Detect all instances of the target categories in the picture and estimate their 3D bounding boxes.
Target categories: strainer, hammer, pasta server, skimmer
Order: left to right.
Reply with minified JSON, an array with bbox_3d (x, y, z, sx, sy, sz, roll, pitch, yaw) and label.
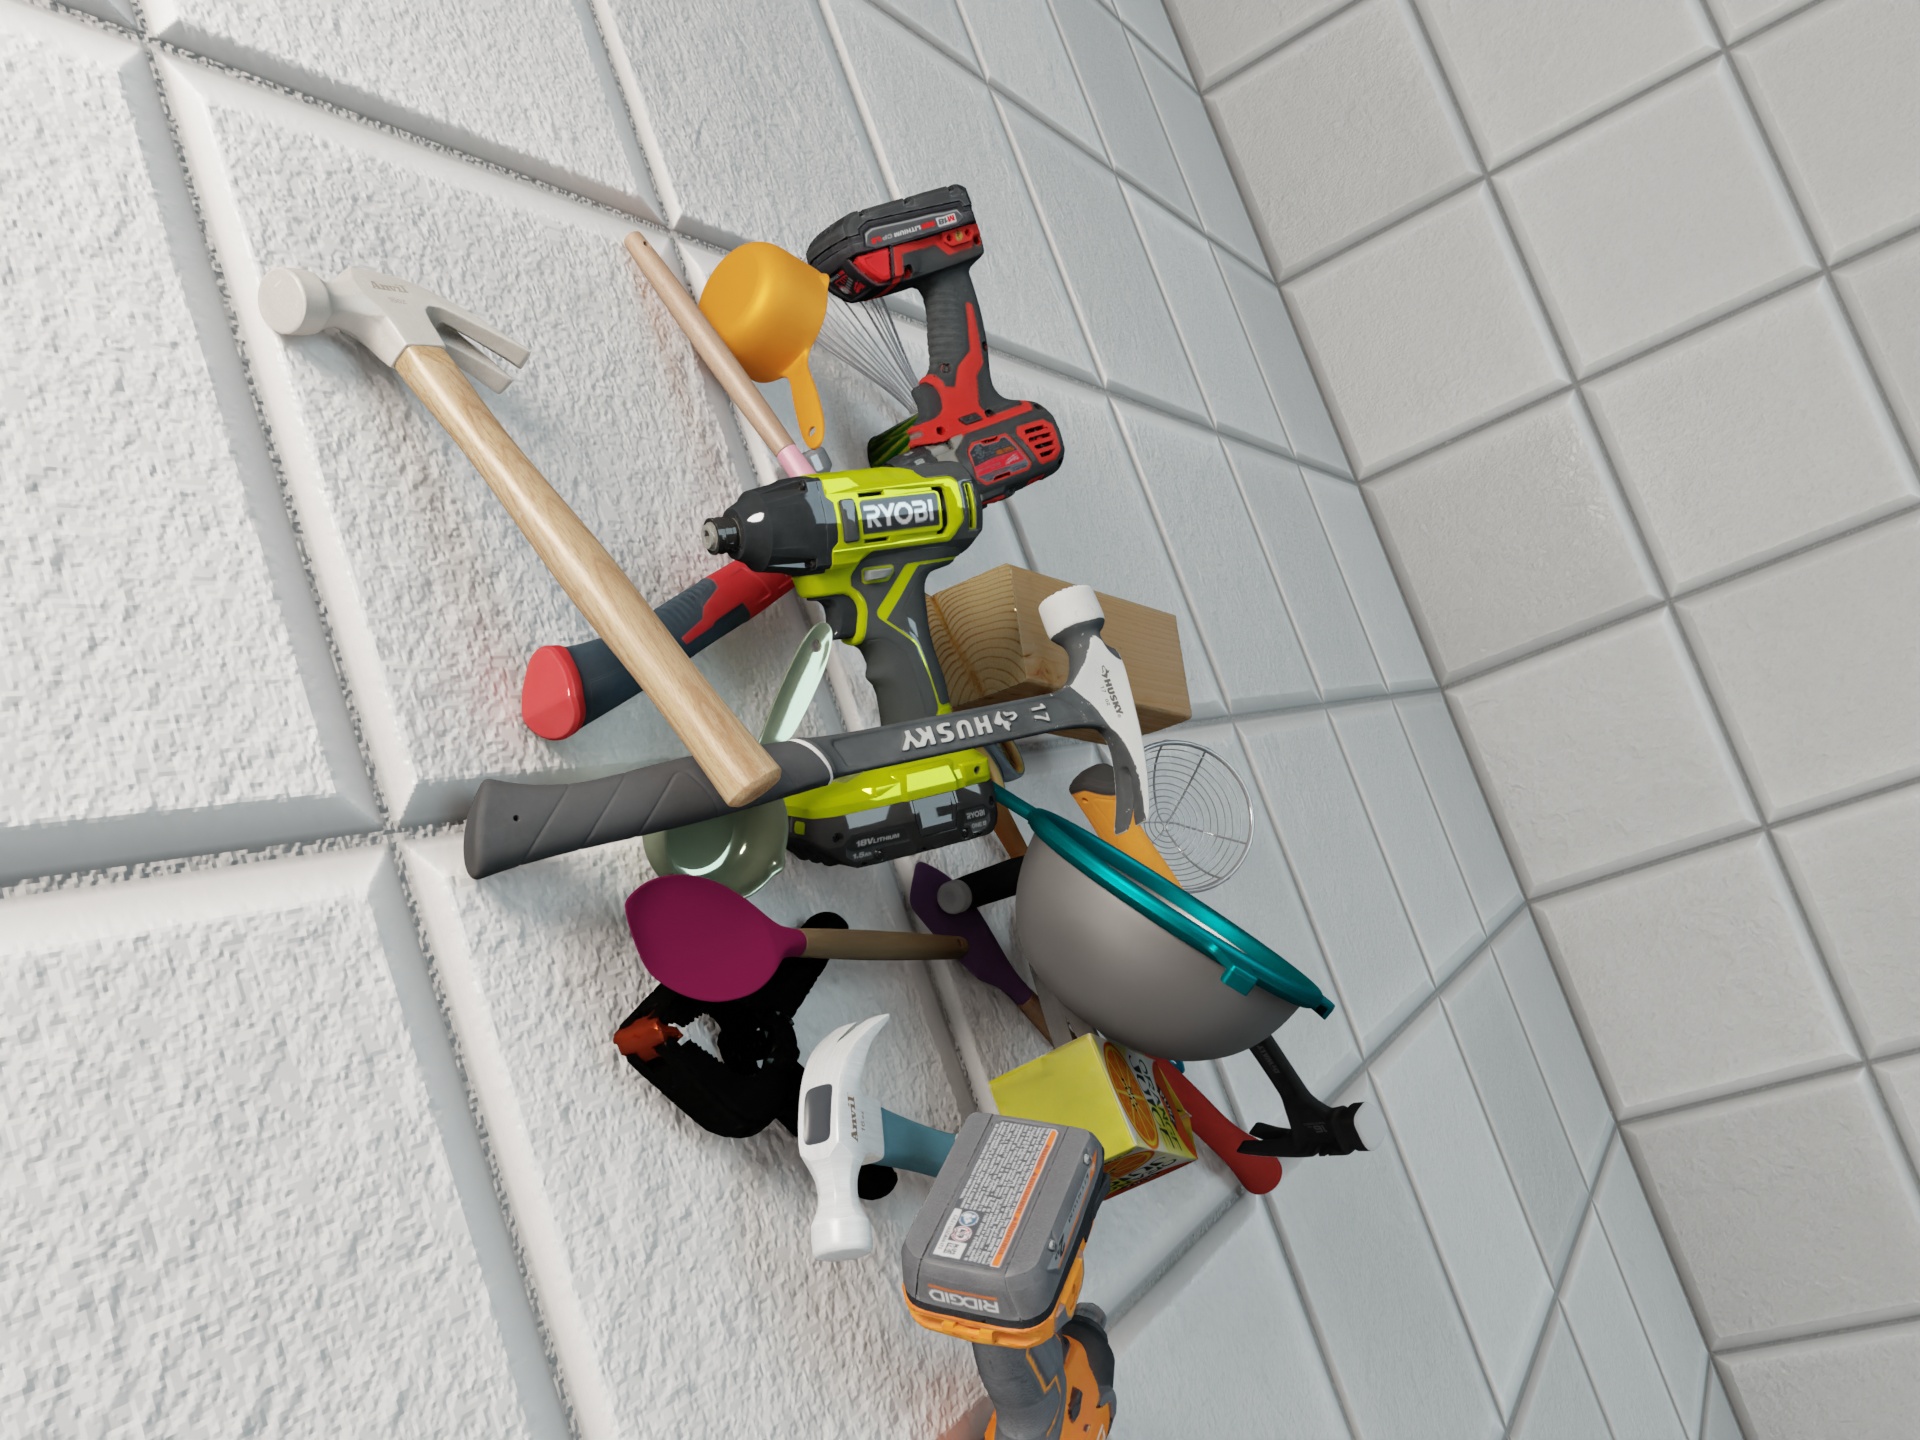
[{"bbox_3d":[-0.198,-0.093,0.781,0.331,0.031,0.130,51,25,7],"label":"hammer"},{"bbox_3d":[-0.136,-0.058,0.961,0.143,0.038,0.386,63,27,-11],"label":"hammer"},{"bbox_3d":[-0.131,-0.188,1.021,0.316,0.040,0.060,54,30,11],"label":"pasta server"},{"bbox_3d":[-0.062,0.024,0.838,0.409,0.036,0.149,-12,76,-35],"label":"hammer"},{"bbox_3d":[0.002,0.257,0.922,0.330,0.033,0.128,39,37,-55],"label":"hammer"},{"bbox_3d":[0.063,0.118,1.016,0.341,0.095,0.210,32,2,30],"label":"strainer"},{"bbox_3d":[0.110,0.089,1.185,0.363,0.090,0.127,-9,74,-58],"label":"skimmer"},{"bbox_3d":[0.157,0.279,1.204,0.358,0.036,0.149,48,15,-37],"label":"hammer"},{"bbox_3d":[0.175,0.178,1.157,0.034,0.127,0.337,-40,101,-39],"label":"hammer"}]

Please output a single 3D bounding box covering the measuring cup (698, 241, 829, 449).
[{"bbox_3d":[-0.127,-0.247,1.053,0.052,0.095,0.174,25,36,-43],"label":"measuring cup"}]

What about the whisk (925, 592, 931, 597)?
[{"bbox_3d":[0.020,-0.055,1.248,0.244,0.047,0.051,28,37,-45],"label":"whisk"}]

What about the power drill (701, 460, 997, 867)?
[{"bbox_3d":[-0.060,-0.034,0.933,0.171,0.080,0.223,-12,98,-33],"label":"power drill"}]

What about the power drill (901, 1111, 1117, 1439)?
[{"bbox_3d":[0.039,0.323,0.854,0.164,0.084,0.226,-54,141,-54],"label":"power drill"}]

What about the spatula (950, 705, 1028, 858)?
[{"bbox_3d":[-0.002,-0.004,1.106,0.081,0.041,0.322,45,-14,54],"label":"spatula"}]

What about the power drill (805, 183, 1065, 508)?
[{"bbox_3d":[-0.037,-0.256,1.164,0.188,0.080,0.226,-24,100,-24],"label":"power drill"}]

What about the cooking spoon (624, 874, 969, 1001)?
[{"bbox_3d":[-0.076,0.123,0.875,0.318,0.017,0.069,16,46,-60],"label":"cooking spoon"}]

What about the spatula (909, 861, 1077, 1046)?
[{"bbox_3d":[0.059,0.209,1.126,0.315,0.018,0.060,50,30,-28],"label":"spatula"}]

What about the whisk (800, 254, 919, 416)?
[{"bbox_3d":[-0.045,-0.272,1.286,0.284,0.070,0.070,46,32,-43],"label":"whisk"}]

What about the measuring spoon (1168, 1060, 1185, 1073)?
[{"bbox_3d":[0.147,0.241,1.260,0.021,0.042,0.128,-42,120,-24],"label":"measuring spoon"}]

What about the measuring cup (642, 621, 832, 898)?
[{"bbox_3d":[-0.116,0.019,0.861,0.083,0.038,0.168,38,67,-35],"label":"measuring cup"}]
